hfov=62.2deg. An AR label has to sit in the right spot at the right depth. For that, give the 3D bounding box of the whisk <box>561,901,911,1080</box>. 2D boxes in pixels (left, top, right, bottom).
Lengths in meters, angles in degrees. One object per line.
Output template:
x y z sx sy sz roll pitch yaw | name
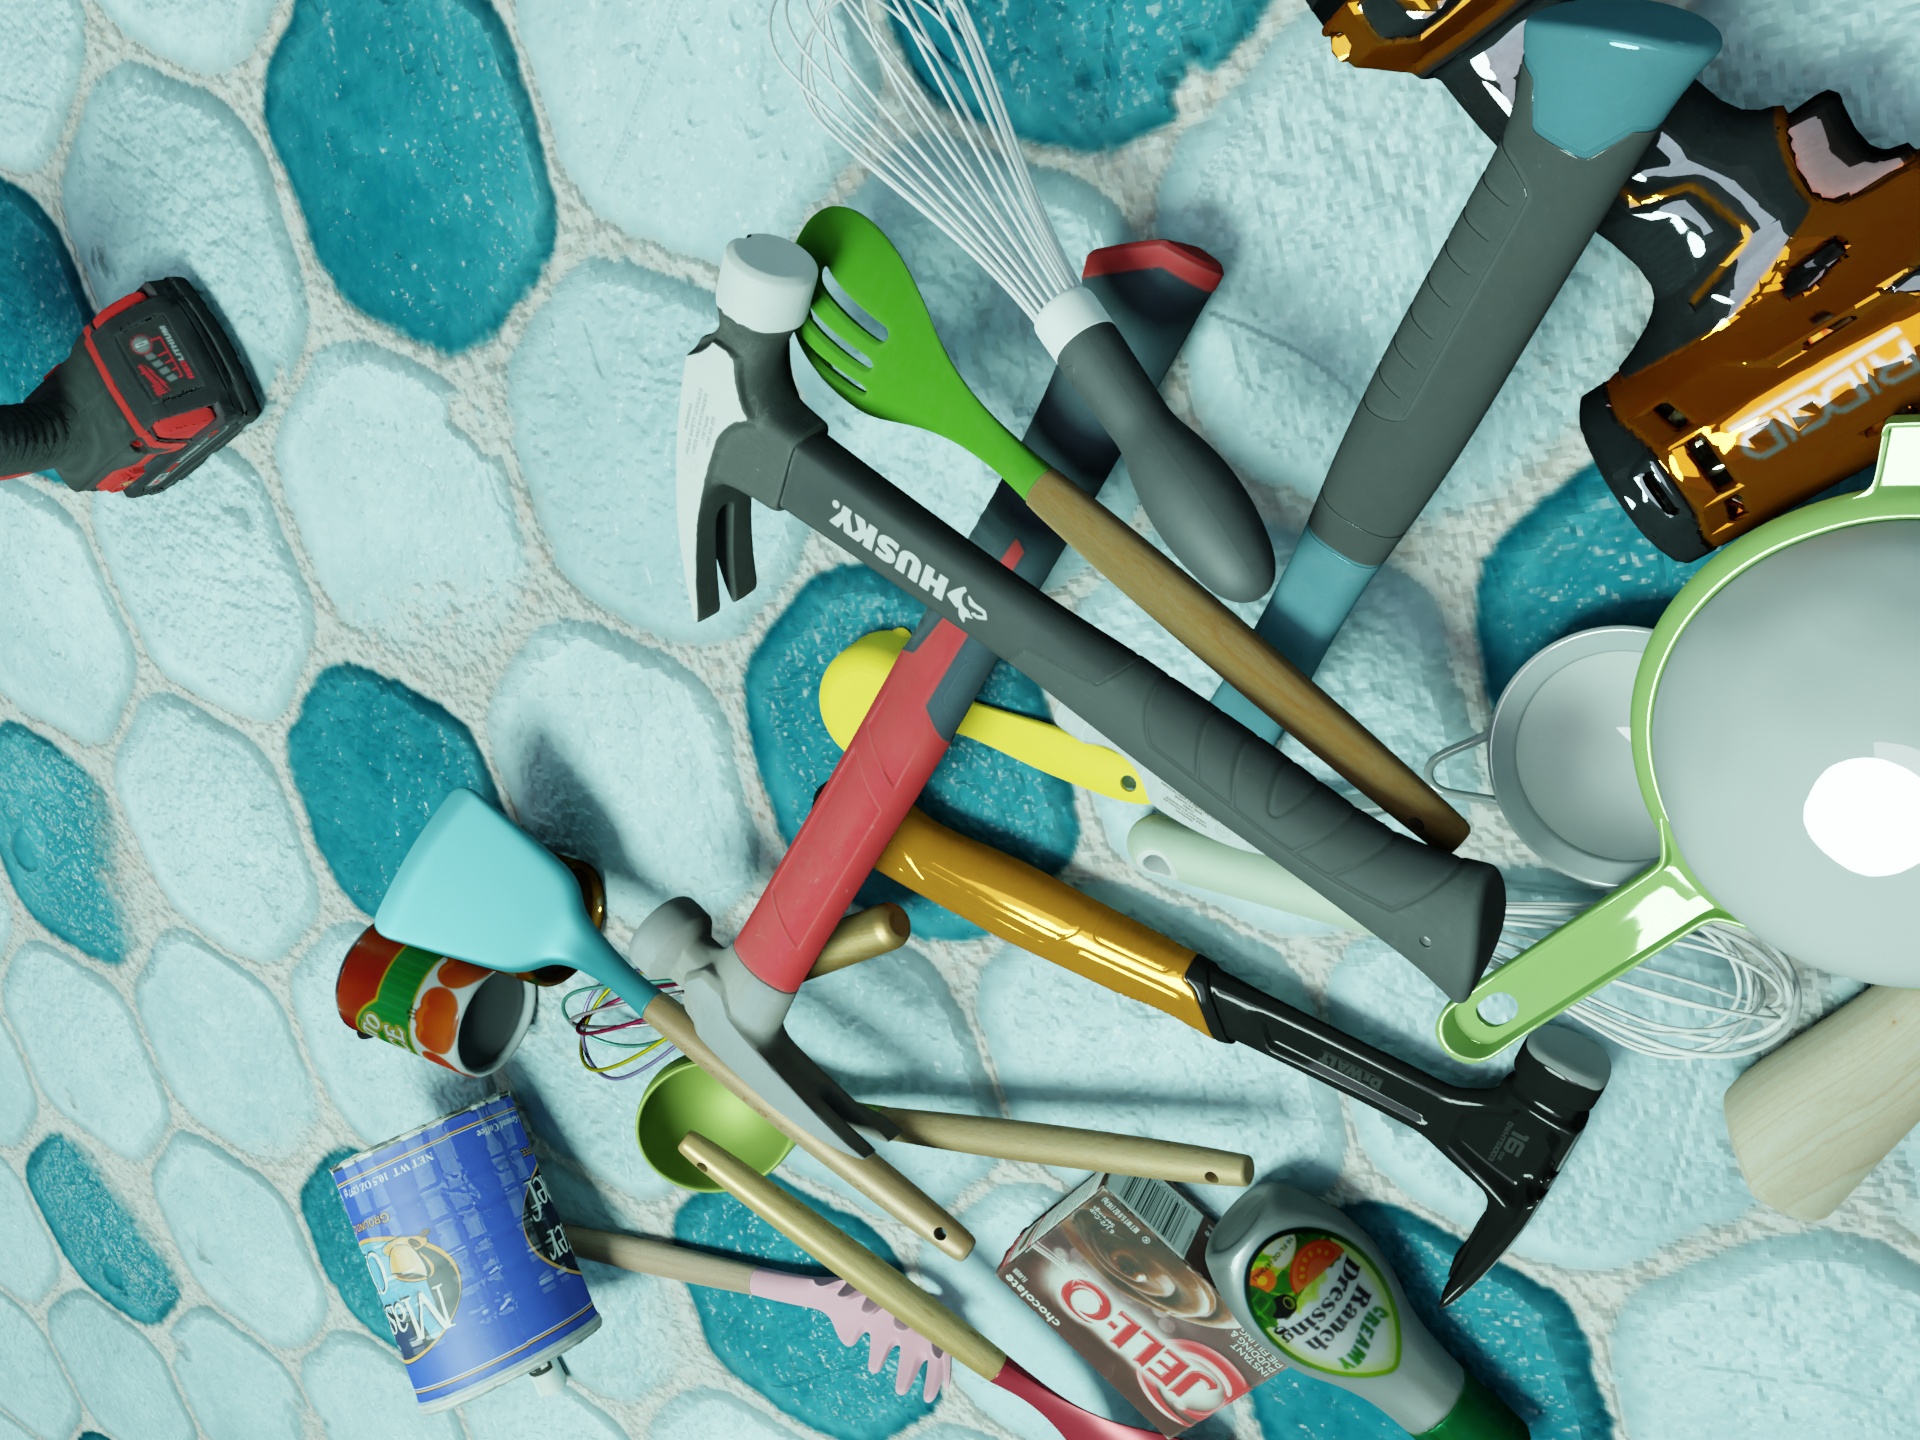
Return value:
-0.114 0.123 0.762 0.245 0.047 0.051 -25 107 38 | whisk

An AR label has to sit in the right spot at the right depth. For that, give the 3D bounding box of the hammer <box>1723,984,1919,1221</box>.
0.368 0.012 0.456 0.146 0.038 0.410 31 123 13 | hammer

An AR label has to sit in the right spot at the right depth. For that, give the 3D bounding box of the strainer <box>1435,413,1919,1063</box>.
0.225 0.047 0.463 0.151 0.069 0.256 50 130 10 | strainer

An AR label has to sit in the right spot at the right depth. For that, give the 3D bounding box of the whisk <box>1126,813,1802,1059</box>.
0.174 0.072 0.587 0.246 0.059 0.057 13 143 29 | whisk

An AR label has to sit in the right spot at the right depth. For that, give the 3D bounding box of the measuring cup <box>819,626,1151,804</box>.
0.009 0.008 0.658 0.157 0.029 0.062 20 119 24 | measuring cup

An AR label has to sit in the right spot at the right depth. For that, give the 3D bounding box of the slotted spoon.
0.046 -0.065 0.538 0.314 0.031 0.070 43 142 13 | slotted spoon

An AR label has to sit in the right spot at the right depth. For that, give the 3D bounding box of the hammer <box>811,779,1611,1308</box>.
0.081 0.110 0.661 0.337 0.034 0.127 26 120 18 | hammer

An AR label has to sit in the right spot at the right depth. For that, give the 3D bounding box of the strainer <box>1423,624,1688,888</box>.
0.270 0.004 0.481 0.258 0.050 0.087 -8 89 44 | strainer

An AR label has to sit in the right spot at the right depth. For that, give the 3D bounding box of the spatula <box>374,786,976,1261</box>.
-0.126 0.147 0.725 0.318 0.044 0.082 33 92 16 | spatula

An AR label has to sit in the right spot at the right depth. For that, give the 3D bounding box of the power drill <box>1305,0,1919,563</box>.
0.212 -0.174 0.439 0.164 0.084 0.226 -33 97 35 | power drill

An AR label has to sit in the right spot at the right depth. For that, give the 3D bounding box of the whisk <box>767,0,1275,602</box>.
0.021 -0.154 0.529 0.070 0.070 0.285 -42 71 35 | whisk

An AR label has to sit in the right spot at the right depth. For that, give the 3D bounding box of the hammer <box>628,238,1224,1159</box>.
-0.001 -0.002 0.618 0.143 0.038 0.386 39 116 17 | hammer

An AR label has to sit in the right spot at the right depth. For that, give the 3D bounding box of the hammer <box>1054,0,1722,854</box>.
0.126 -0.068 0.500 0.128 0.033 0.330 36 142 14 | hammer

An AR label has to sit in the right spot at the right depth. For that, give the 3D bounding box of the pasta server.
-0.136 0.306 0.865 0.316 0.040 0.060 0 121 31 | pasta server

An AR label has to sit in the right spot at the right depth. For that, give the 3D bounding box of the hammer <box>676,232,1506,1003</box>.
0.033 -0.018 0.536 0.335 0.035 0.146 37 133 15 | hammer

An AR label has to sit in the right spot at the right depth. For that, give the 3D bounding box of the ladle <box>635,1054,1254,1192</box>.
-0.020 0.194 0.722 0.320 0.062 0.078 -3 117 35 | ladle

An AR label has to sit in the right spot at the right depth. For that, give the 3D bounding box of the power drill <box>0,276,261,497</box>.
-0.452 -0.138 0.740 0.143 0.220 0.078 -23 99 35 | power drill

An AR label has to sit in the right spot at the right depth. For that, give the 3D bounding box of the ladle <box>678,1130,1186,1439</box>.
-0.002 0.289 0.750 0.315 0.031 0.069 36 130 -1 | ladle
